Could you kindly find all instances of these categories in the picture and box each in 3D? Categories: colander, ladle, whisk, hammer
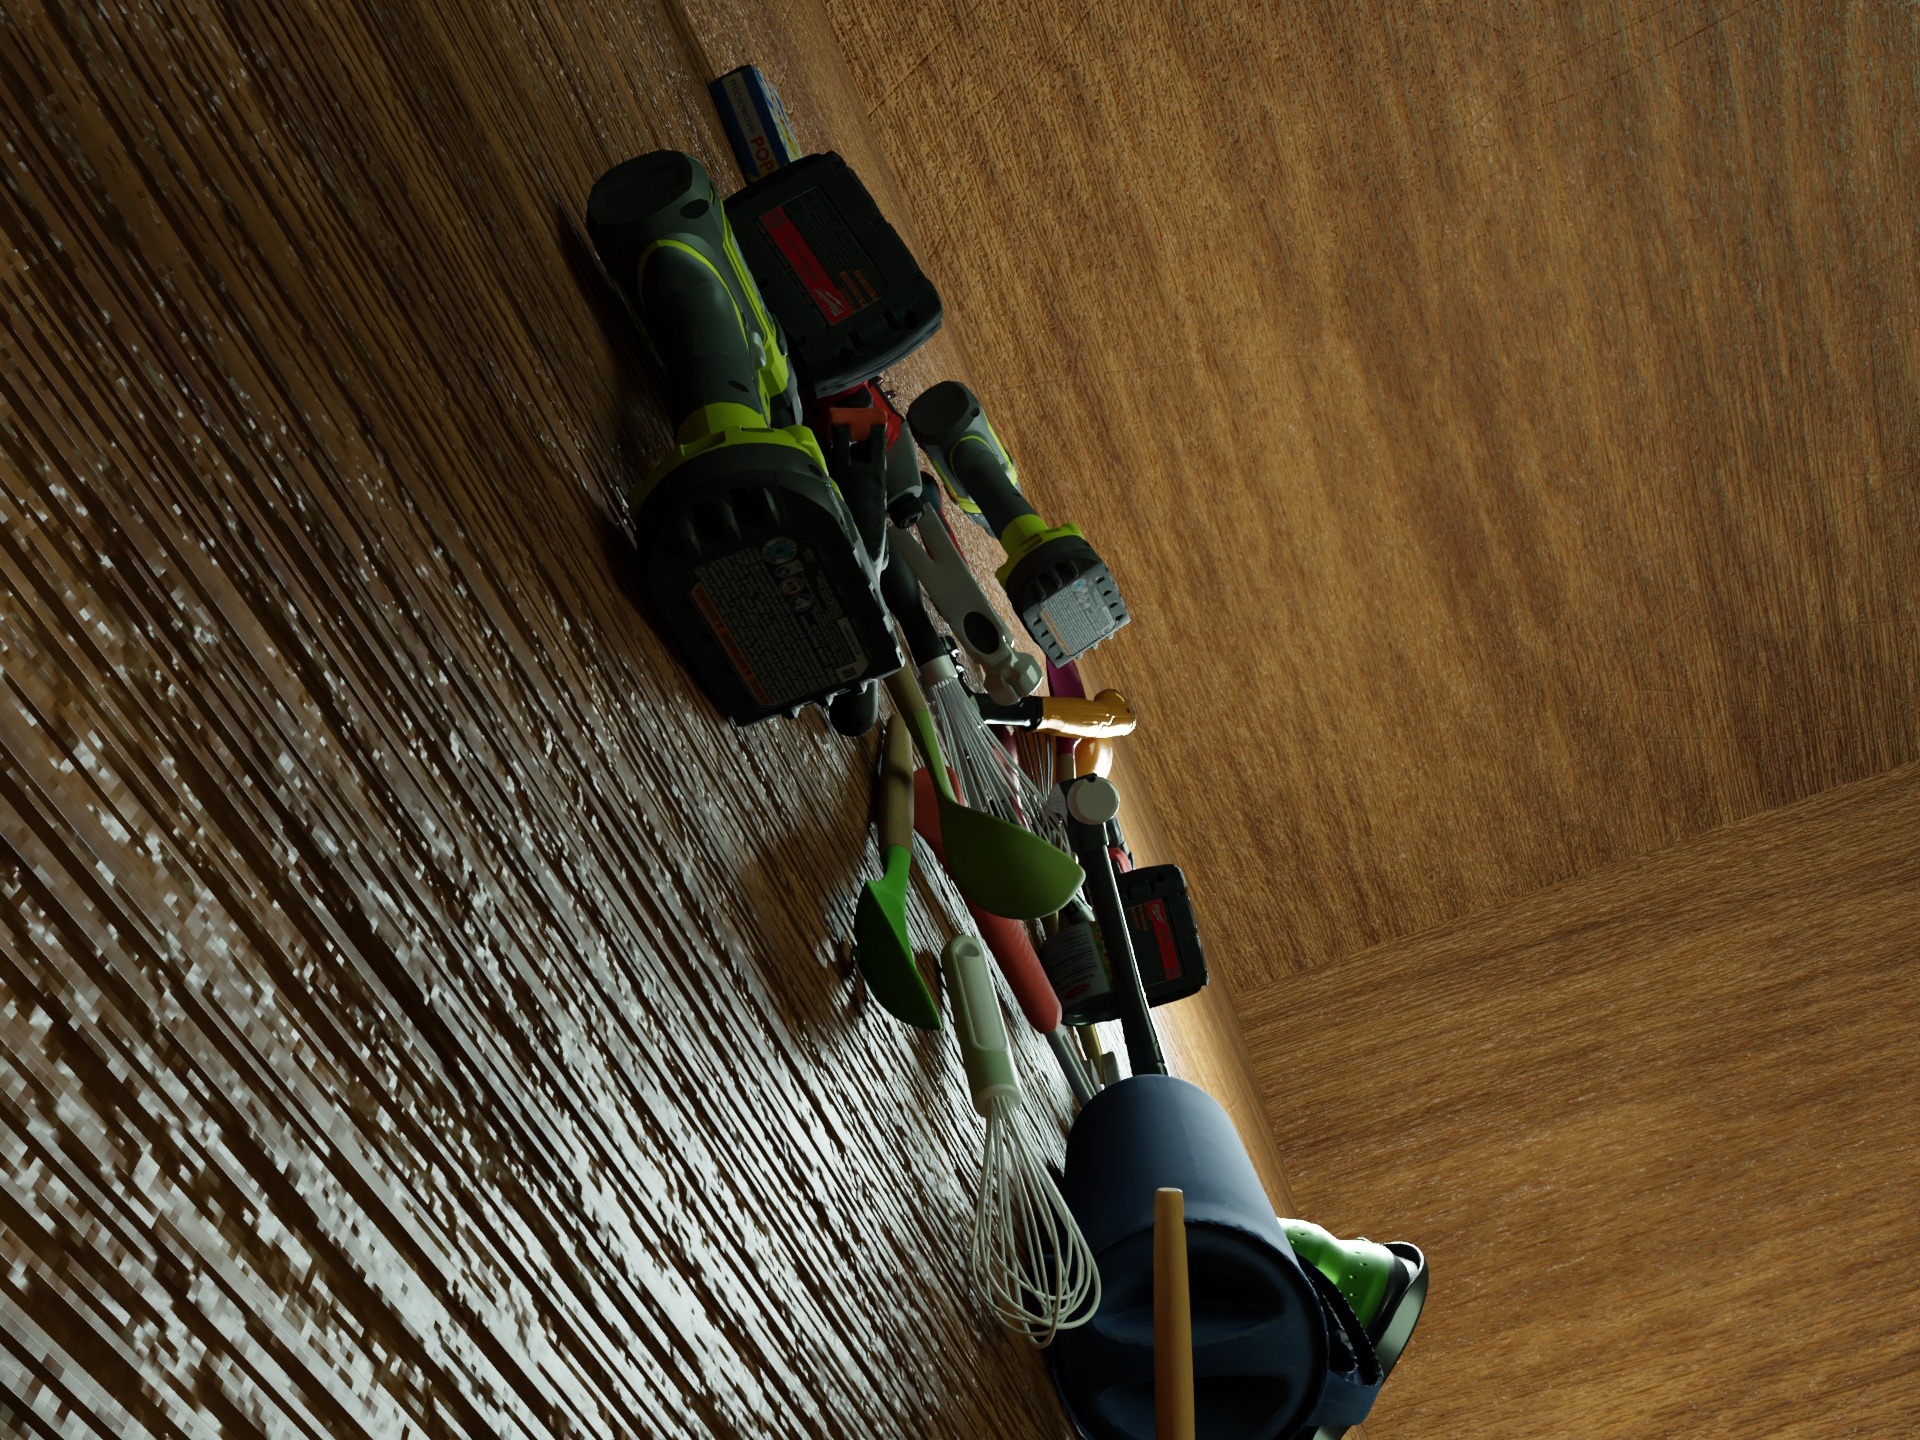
[{"bbox_3d":[0.164,0.385,0.906,0.094,0.204,0.397,44,16,5],"label":"colander"},{"bbox_3d":[0.063,0.132,1.250,0.069,0.031,0.315,20,51,-76],"label":"ladle"},{"bbox_3d":[0.073,0.087,1.356,0.055,0.055,0.239,-30,102,-82],"label":"whisk"},{"bbox_3d":[-0.021,-0.140,1.178,0.143,0.038,0.387,56,6,-23],"label":"hammer"},{"bbox_3d":[0.019,0.190,0.769,0.247,0.057,0.059,-106,-154,-54],"label":"whisk"},{"bbox_3d":[0.119,0.202,1.093,0.146,0.035,0.335,144,-68,-83],"label":"hammer"},{"bbox_3d":[0.044,0.163,1.012,0.149,0.036,0.358,-99,166,-55],"label":"hammer"},{"bbox_3d":[-0.023,-0.028,0.880,0.320,0.062,0.078,64,2,28],"label":"ladle"},{"bbox_3d":[0.070,0.002,1.262,0.336,0.034,0.127,2,65,-63],"label":"hammer"},{"bbox_3d":[-0.001,-0.004,1.071,0.285,0.070,0.070,66,8,9],"label":"whisk"}]

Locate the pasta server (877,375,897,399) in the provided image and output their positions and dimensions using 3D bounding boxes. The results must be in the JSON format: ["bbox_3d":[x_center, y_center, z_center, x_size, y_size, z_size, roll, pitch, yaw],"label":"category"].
[{"bbox_3d":[-0.069,-0.254,1.126,0.060,0.040,0.316,53,0,-9],"label":"pasta server"}]

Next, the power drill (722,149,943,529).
[{"bbox_3d":[-0.066,-0.195,0.879,0.143,0.078,0.219,57,-8,11],"label":"power drill"}]

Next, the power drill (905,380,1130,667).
[{"bbox_3d":[0.049,-0.158,1.334,0.229,0.080,0.190,59,4,33],"label":"power drill"}]

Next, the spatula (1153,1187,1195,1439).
[{"bbox_3d":[0.108,0.378,0.718,0.081,0.041,0.323,31,58,-77],"label":"spatula"}]

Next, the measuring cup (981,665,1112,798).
[{"bbox_3d":[0.062,-0.001,1.441,0.174,0.095,0.052,51,13,22],"label":"measuring cup"}]

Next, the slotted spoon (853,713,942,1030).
[{"bbox_3d":[-0.033,0.061,0.810,0.314,0.031,0.070,-95,162,-68],"label":"slotted spoon"}]

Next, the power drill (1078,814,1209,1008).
[{"bbox_3d":[0.142,0.146,1.431,0.227,0.080,0.188,-125,-161,-78],"label":"power drill"}]

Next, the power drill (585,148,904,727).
[{"bbox_3d":[-0.093,-0.115,0.685,0.171,0.080,0.223,66,5,-52],"label":"power drill"}]

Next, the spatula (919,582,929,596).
[{"bbox_3d":[-0.025,-0.112,1.299,0.316,0.018,0.060,20,48,-81],"label":"spatula"}]

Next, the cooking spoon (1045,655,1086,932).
[{"bbox_3d":[0.086,0.051,1.316,0.068,0.017,0.319,46,32,-36],"label":"cooking spoon"}]
